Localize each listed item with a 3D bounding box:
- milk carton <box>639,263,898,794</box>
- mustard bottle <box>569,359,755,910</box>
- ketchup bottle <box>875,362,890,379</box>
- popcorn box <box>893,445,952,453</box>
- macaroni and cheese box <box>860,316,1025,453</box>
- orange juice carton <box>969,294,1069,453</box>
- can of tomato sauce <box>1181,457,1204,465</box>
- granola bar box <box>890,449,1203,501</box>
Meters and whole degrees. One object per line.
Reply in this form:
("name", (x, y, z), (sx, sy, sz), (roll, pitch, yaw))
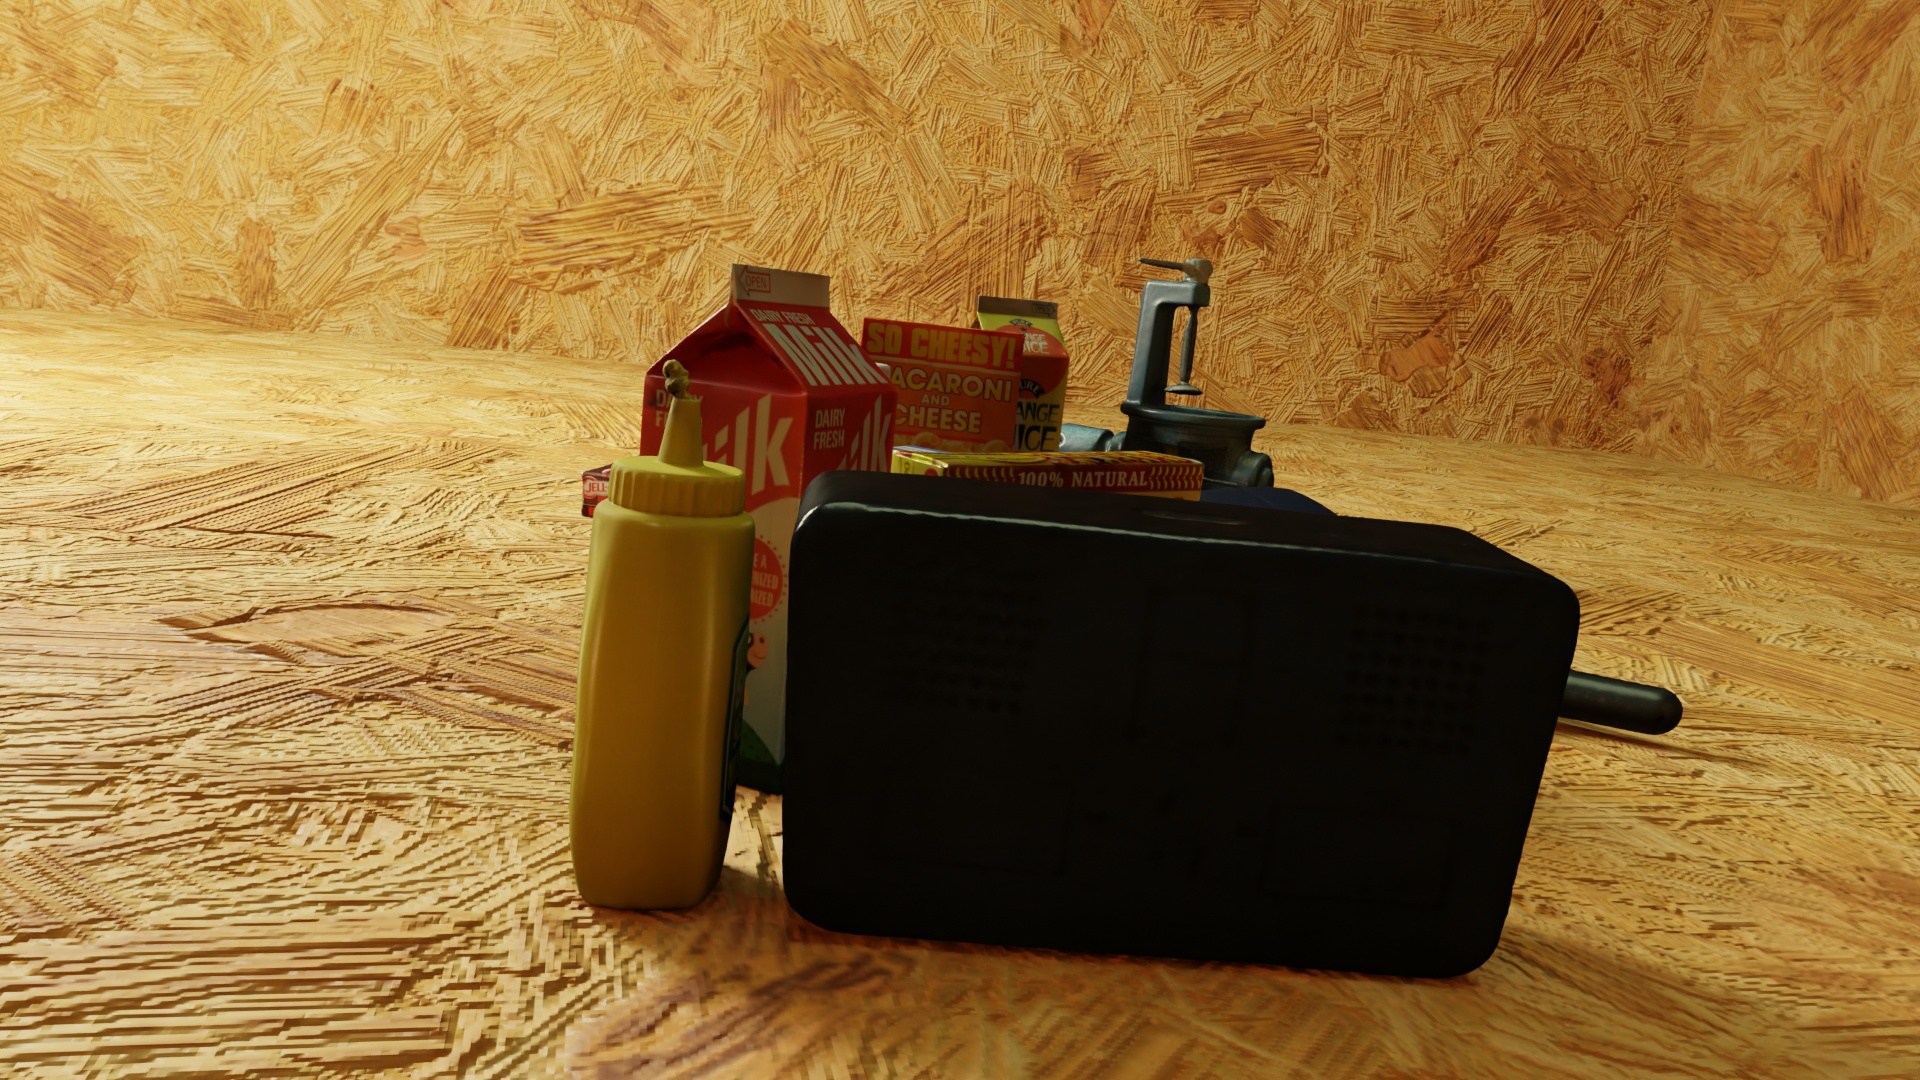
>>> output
("milk carton", (-0.076, -0.009, 0.537), (0.073, 0.190, 0.072), (10, 10, 23))
("mustard bottle", (-0.087, 0.027, 0.415), (0.049, 0.160, 0.065), (5, 9, -7))
("ketchup bottle", (-0.061, -0.020, 0.732), (0.065, 0.148, 0.043), (0, 11, -33))
("popcorn box", (0.003, -0.011, 0.911), (0.127, 0.085, 0.038), (13, 11, 33))
("macaroni and cheese box", (-0.021, -0.081, 1.059), (0.124, 0.166, 0.040), (7, 9, 1))
("orange juice carton", (0.036, -0.100, 1.125), (0.072, 0.192, 0.073), (3, 10, -20))
("can of tomato sauce", (0.150, -0.024, 1.079), (0.071, 0.083, 0.071), (6, 9, -1))
("granola bar box", (0.035, 0.023, 0.619), (0.166, 0.124, 0.039), (-3, 13, -43))
